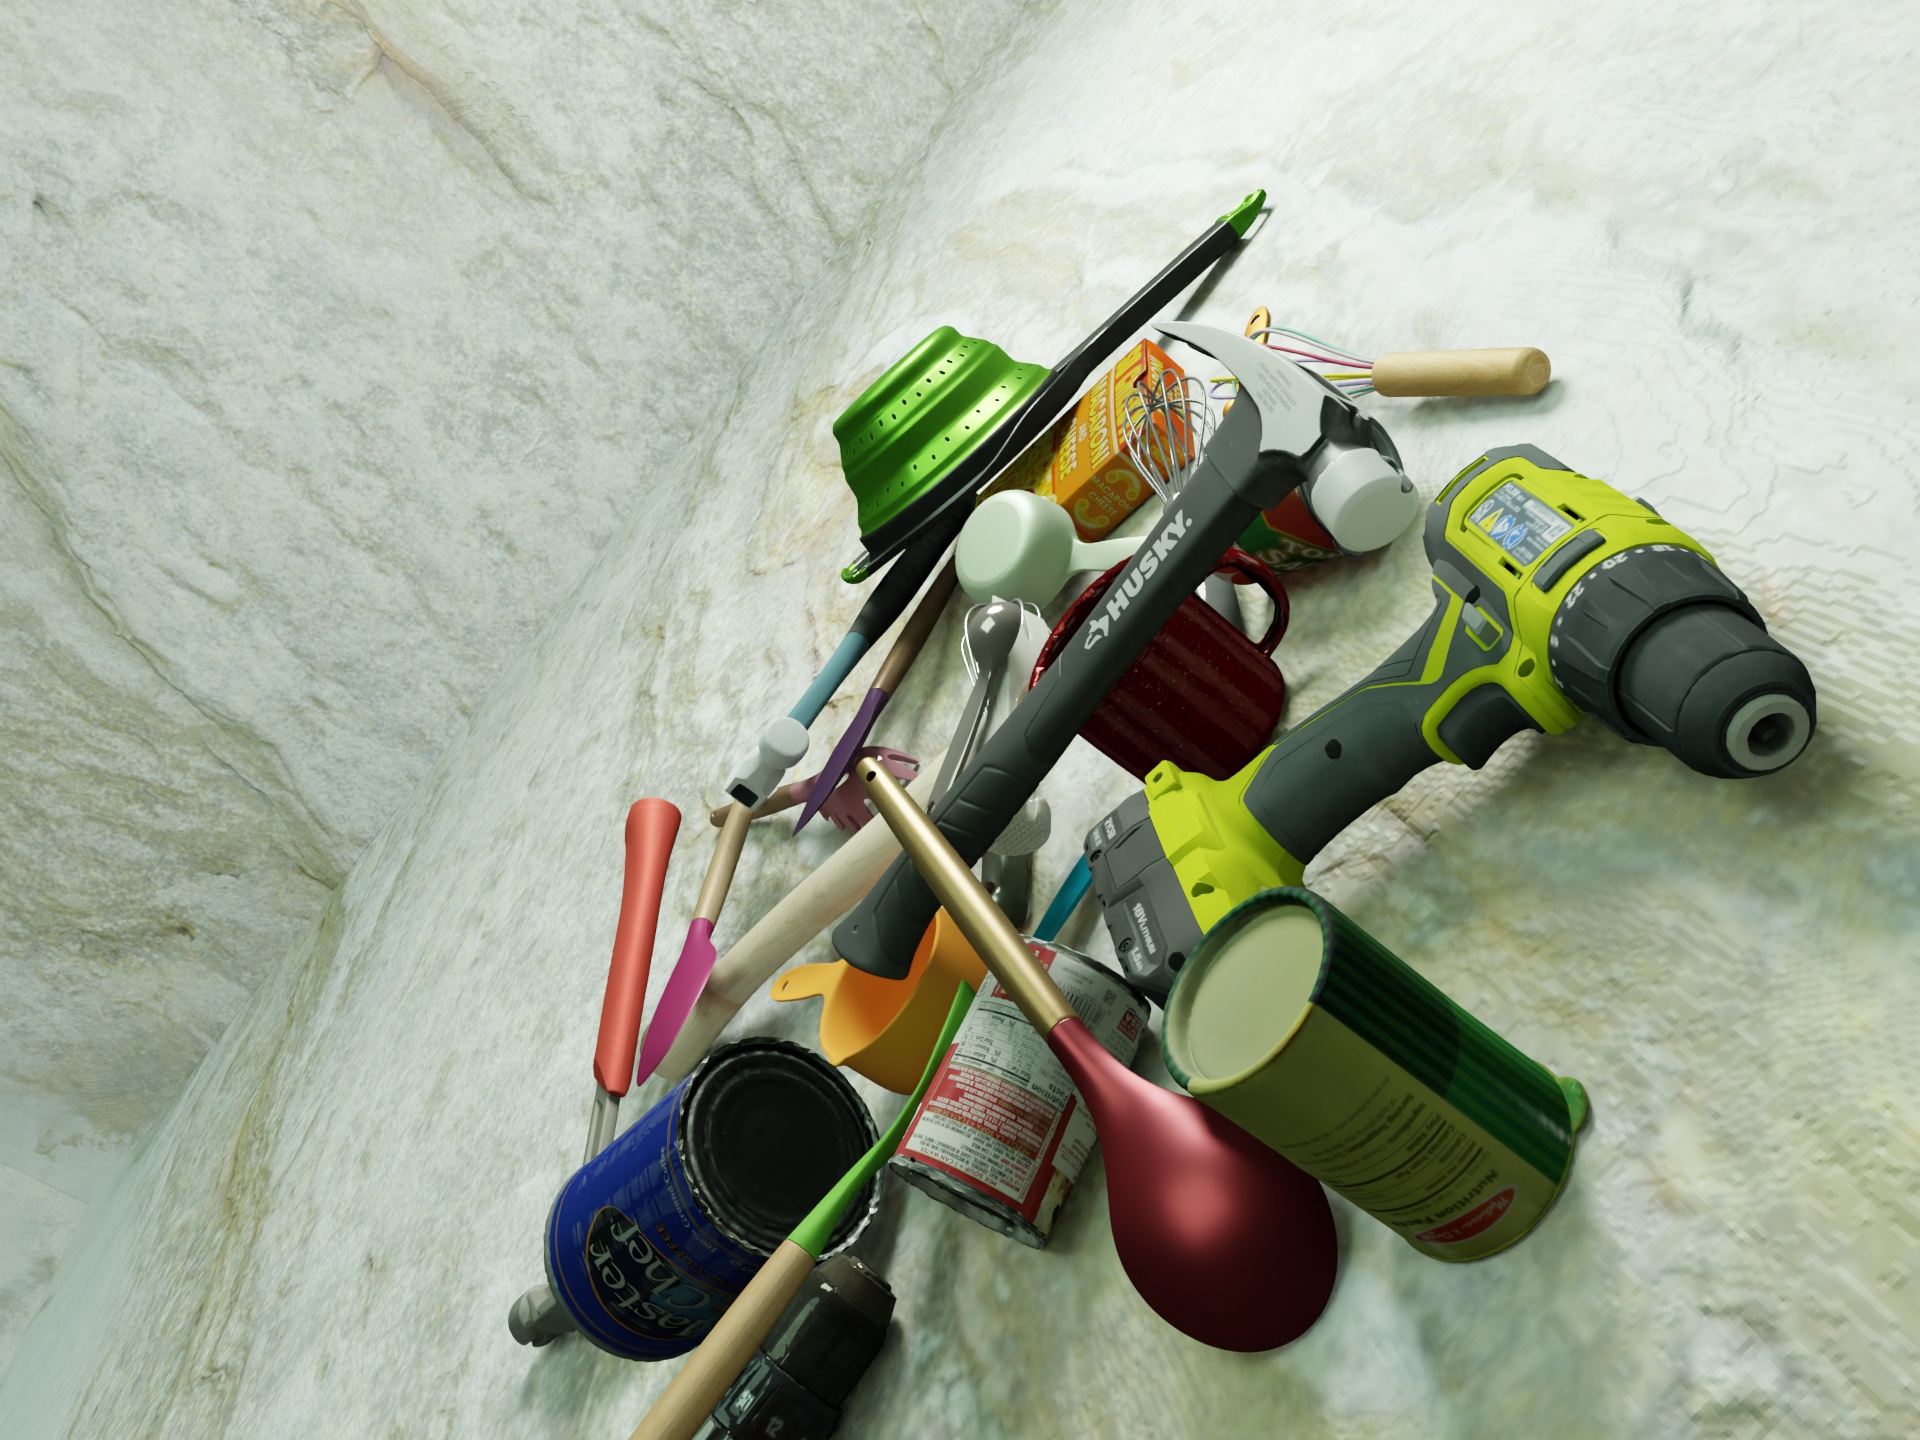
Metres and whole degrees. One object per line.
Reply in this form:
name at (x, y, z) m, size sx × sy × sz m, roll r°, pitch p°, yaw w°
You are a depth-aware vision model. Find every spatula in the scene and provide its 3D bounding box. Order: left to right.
spatula at (-0.047, -0.028, 1.042) m, size 0.059 × 0.018 × 0.316 m, roll -48°, pitch 9°, yaw 38°

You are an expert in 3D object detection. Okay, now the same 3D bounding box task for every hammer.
hammer at (-0.209, 0.190, 0.988) m, size 0.149 × 0.036 × 0.359 m, roll -47°, pitch 30°, yaw 39°
hammer at (-0.078, 0.094, 0.897) m, size 0.410 × 0.038 × 0.146 m, roll -43°, pitch 32°, yaw 41°
hammer at (-0.066, -0.062, 1.110) m, size 0.331 × 0.033 × 0.128 m, roll -57°, pitch 7°, yaw -37°
hammer at (0.040, -0.012, 0.659) m, size 0.334 × 0.035 × 0.146 m, roll -53°, pitch 40°, yaw 27°

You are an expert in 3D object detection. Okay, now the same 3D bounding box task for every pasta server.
pasta server at (-0.117, 0.058, 1.118) m, size 0.316 × 0.040 × 0.060 m, roll -19°, pitch 39°, yaw 62°

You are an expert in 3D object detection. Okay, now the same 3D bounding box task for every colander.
colander at (0.040, -0.259, 1.101) m, size 0.397 × 0.094 × 0.204 m, roll -42°, pitch 11°, yaw -1°

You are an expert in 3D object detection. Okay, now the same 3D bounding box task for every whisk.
whisk at (0.024, 0.017, 0.859) m, size 0.057 × 0.059 × 0.247 m, roll -53°, pitch 22°, yaw 37°
whisk at (0.122, -0.113, 0.843) m, size 0.055 × 0.055 × 0.239 m, roll -41°, pitch 34°, yaw 30°
whisk at (0.203, -0.174, 0.795) m, size 0.051 × 0.047 × 0.245 m, roll -63°, pitch 26°, yaw -2°

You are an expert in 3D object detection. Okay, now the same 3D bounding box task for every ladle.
ladle at (0.028, 0.099, 0.591) m, size 0.069 × 0.031 × 0.316 m, roll -45°, pitch 42°, yaw 4°

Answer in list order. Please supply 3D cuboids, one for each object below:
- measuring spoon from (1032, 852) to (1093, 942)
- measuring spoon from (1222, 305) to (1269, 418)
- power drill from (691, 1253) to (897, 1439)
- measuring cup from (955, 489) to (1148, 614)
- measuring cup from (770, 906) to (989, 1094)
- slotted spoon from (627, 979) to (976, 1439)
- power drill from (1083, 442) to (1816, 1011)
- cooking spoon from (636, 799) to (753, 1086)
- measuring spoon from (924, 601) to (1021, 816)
measuring spoon at (0.051, 0.094, 0.730) m, size 0.129 × 0.021 × 0.042 m, roll -54°, pitch 18°, yaw -28°
measuring spoon at (0.172, -0.218, 0.963) m, size 0.021 × 0.011 × 0.117 m, roll -32°, pitch 29°, yaw 43°
power drill at (-0.064, 0.298, 0.562) m, size 0.188 × 0.080 × 0.227 m, roll -51°, pitch 16°, yaw -15°
measuring cup at (0.059, -0.101, 0.931) m, size 0.168 × 0.038 × 0.083 m, roll 4°, pitch 78°, yaw 49°
measuring cup at (-0.041, 0.141, 0.794) m, size 0.173 × 0.052 × 0.095 m, roll -19°, pitch 39°, yaw 58°
slotted spoon at (-0.078, 0.229, 0.619) m, size 0.314 × 0.031 × 0.070 m, roll -49°, pitch -13°, yaw -27°
power drill at (0.157, 0.018, 0.539) m, size 0.228 × 0.080 × 0.191 m, roll -44°, pitch 22°, yaw 15°
cooking spoon at (-0.159, 0.116, 1.004) m, size 0.068 × 0.017 × 0.319 m, roll -52°, pitch 14°, yaw 24°
measuring spoon at (-0.001, -0.002, 0.761) m, size 0.034 × 0.018 × 0.124 m, roll -6°, pitch 62°, yaw 64°
